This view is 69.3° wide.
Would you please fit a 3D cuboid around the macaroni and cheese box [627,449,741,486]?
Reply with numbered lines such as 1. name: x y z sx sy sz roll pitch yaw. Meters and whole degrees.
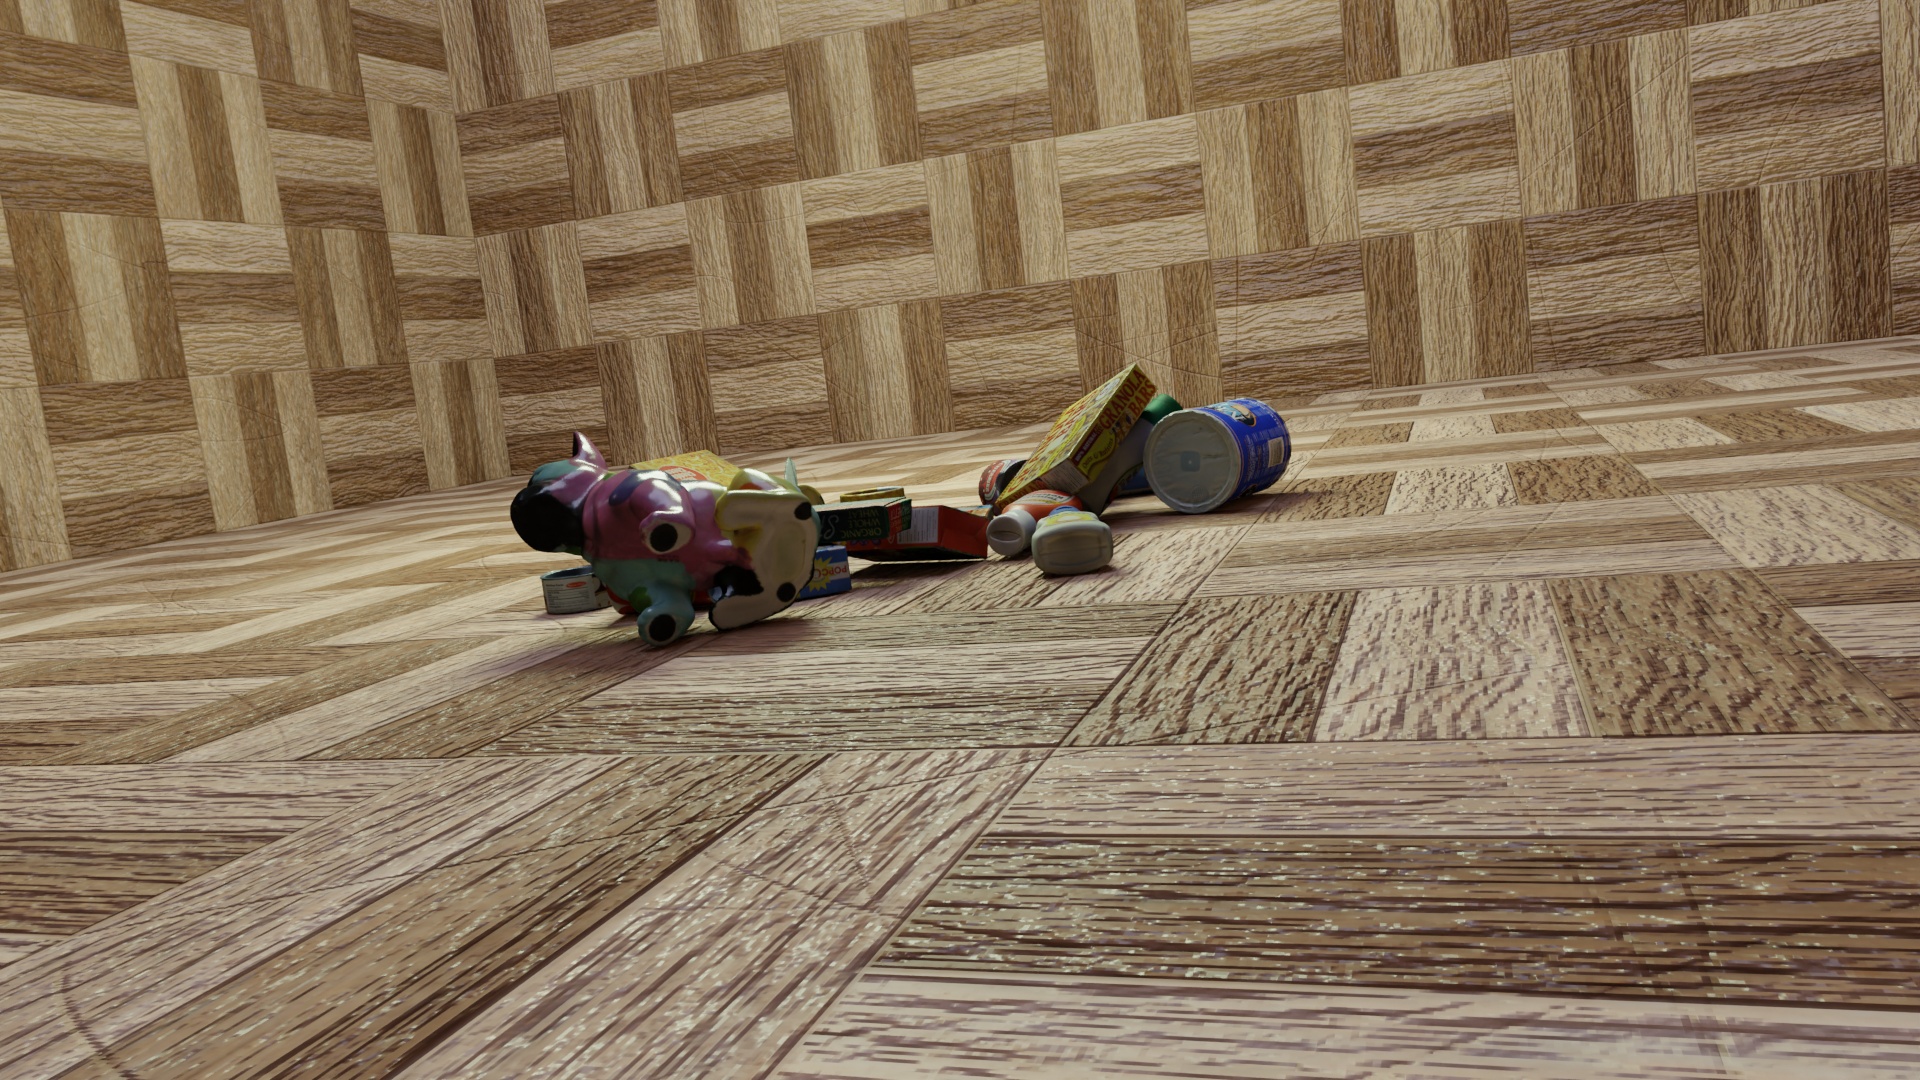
1. macaroni and cheese box: -0.240 -0.034 1.417 0.167 0.040 0.124 29 23 21

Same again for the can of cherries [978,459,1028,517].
1. can of cherries: 0.058 -0.055 1.477 0.072 0.071 0.058 -10 7 -22

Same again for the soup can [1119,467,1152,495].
1. soup can: 0.198 -0.089 1.595 0.084 0.071 0.071 -7 7 -6

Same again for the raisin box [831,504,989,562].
1. raisin box: -0.049 -0.005 1.226 0.123 0.040 0.086 -3 -8 30

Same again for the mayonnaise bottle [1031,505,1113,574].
1. mayonnaise bottle: 0.090 -0.003 1.154 0.065 0.041 0.148 -7 8 3

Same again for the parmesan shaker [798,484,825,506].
1. parmesan shaker: -0.206 -0.028 1.519 0.103 0.071 0.071 1 11 43

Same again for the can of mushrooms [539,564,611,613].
1. can of mushrooms: -0.336 0.042 1.233 0.071 0.033 0.071 -7 7 1

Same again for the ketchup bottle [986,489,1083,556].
1. ketchup bottle: 0.064 -0.016 1.269 0.065 0.043 0.149 2 11 20

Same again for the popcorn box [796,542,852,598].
1. popcorn box: -0.151 0.024 1.178 0.085 0.038 0.126 -9 8 -20

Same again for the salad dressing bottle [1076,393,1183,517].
1. salad dressing bottle: 0.170 -0.088 1.423 0.148 0.044 0.064 -47 -11 -13

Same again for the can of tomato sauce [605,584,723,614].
1. can of tomato sauce: -0.245 0.026 1.151 0.083 0.071 0.071 -7 7 5

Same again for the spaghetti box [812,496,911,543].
1. spaghetti box: -0.163 -0.011 1.191 0.250 0.028 0.050 -4 8 21

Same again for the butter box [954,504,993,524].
1. butter box: 0.005 -0.018 1.411 0.053 0.024 0.104 -5 8 6

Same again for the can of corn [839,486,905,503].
1. can of corn: -0.087 -0.021 1.389 0.071 0.058 0.071 -7 7 1

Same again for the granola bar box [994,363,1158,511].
1. granola bar box: 0.118 -0.095 1.402 0.123 0.039 0.166 -32 16 49
